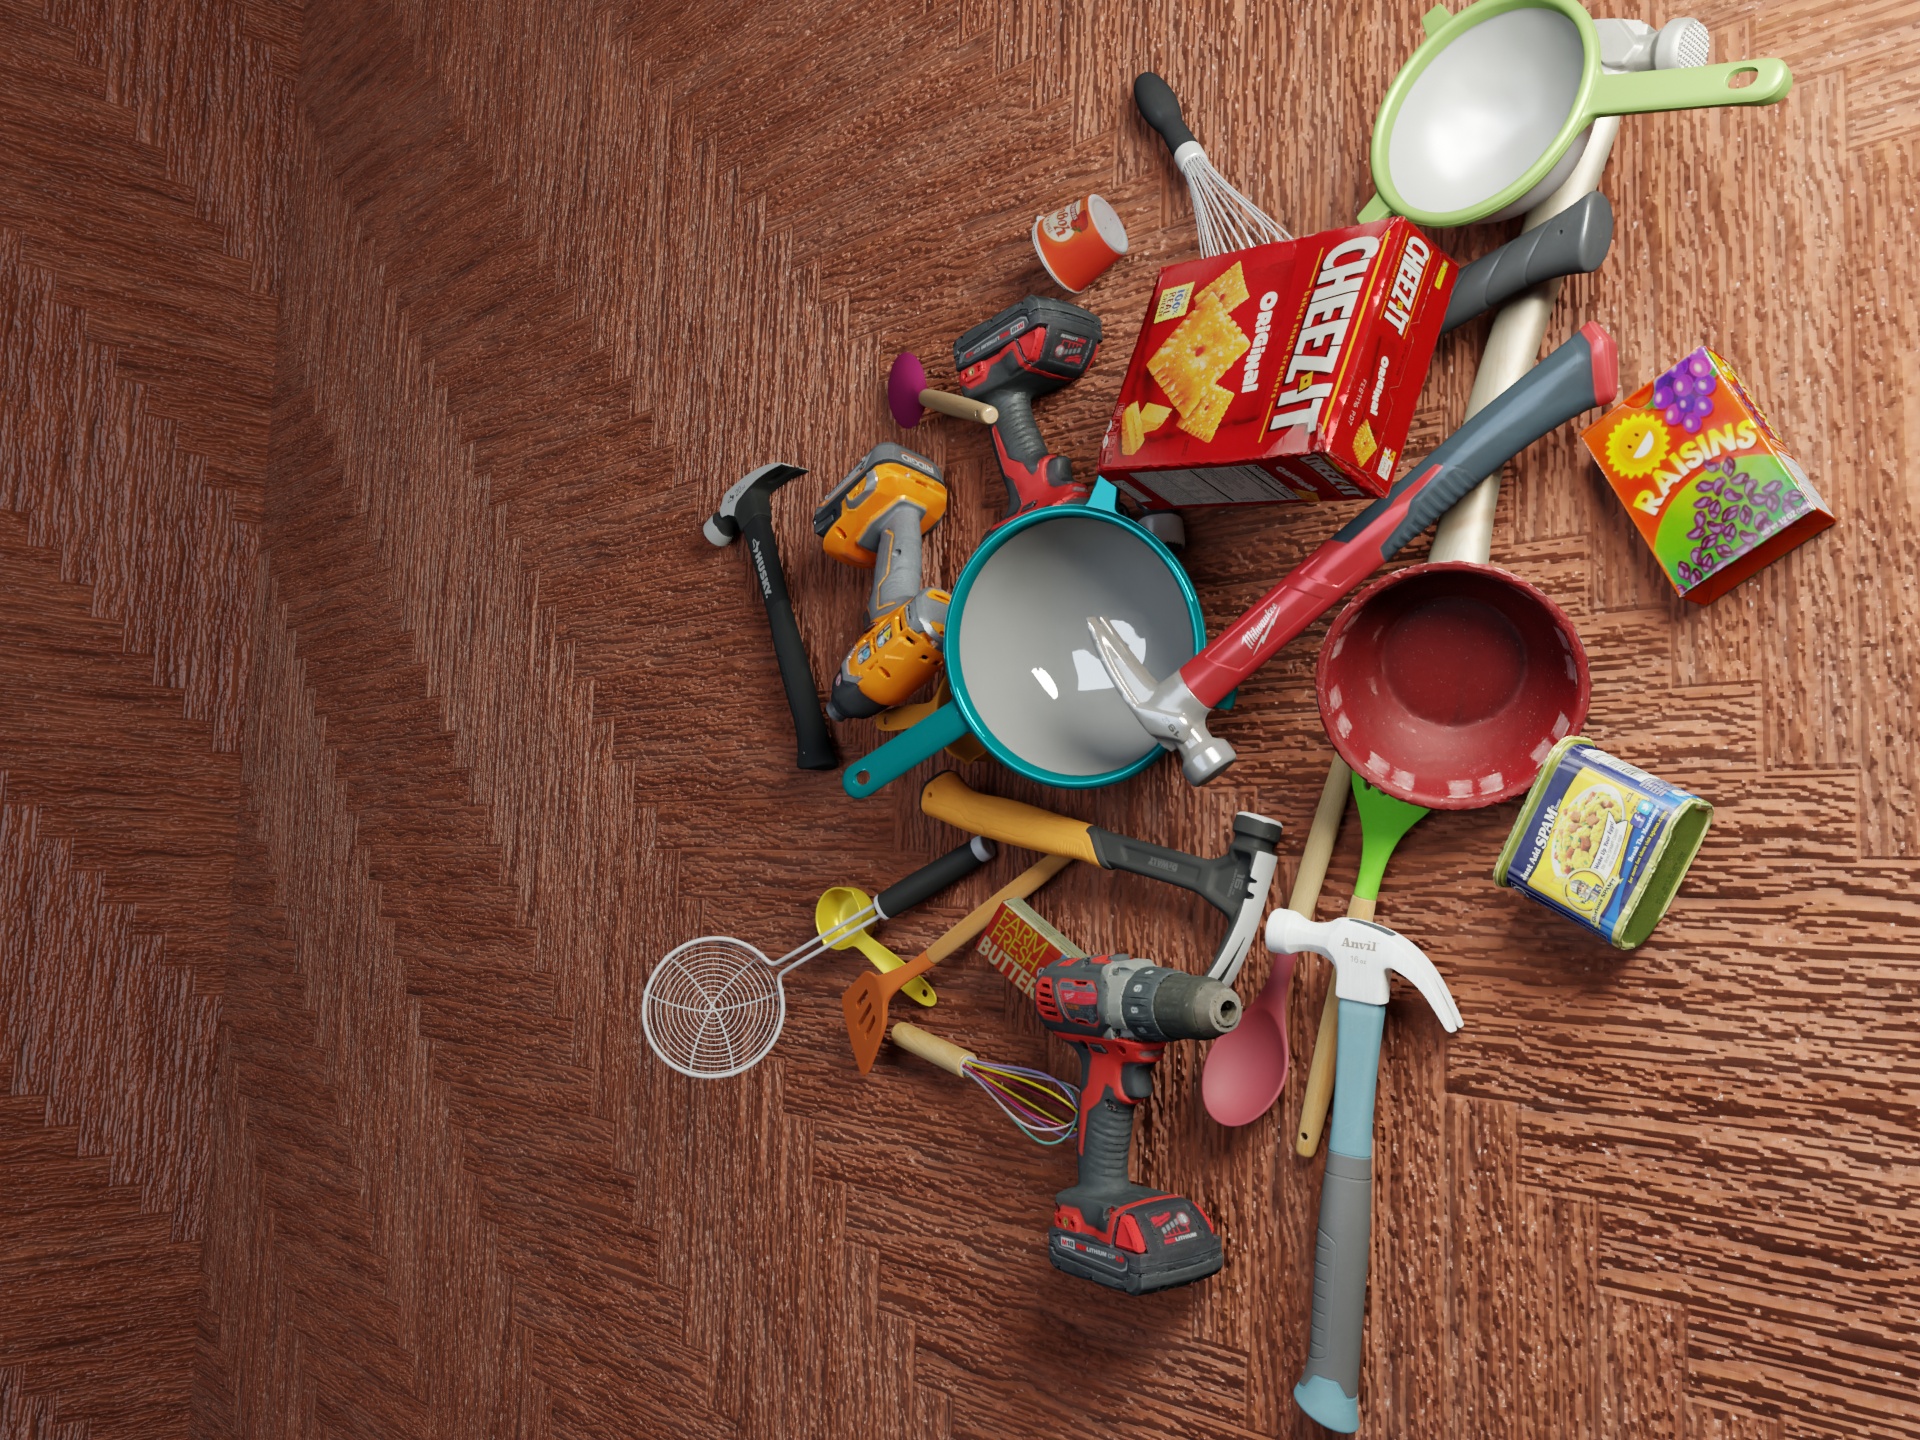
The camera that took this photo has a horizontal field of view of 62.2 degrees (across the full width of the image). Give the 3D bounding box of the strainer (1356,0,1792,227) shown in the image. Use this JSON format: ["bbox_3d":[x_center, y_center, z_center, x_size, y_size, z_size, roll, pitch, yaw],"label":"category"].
[{"bbox_3d":[0.366,-0.353,0.938,0.256,0.069,0.151,18,90,49],"label":"strainer"}]

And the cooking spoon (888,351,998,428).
[{"bbox_3d":[-0.022,-0.274,1.355,0.319,0.017,0.068,-138,49,-67],"label":"cooking spoon"}]

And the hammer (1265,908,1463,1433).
[{"bbox_3d":[0.252,0.295,1.039,0.128,0.033,0.331,5,92,32],"label":"hammer"}]

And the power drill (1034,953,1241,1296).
[{"bbox_3d":[0.130,0.279,1.123,0.188,0.080,0.227,-9,83,56],"label":"power drill"}]

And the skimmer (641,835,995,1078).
[{"bbox_3d":[-0.125,0.197,1.390,0.363,0.090,0.127,-33,83,27],"label":"skimmer"}]

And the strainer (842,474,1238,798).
[{"bbox_3d":[0.052,-0.028,1.240,0.340,0.095,0.211,-32,81,29],"label":"strainer"}]

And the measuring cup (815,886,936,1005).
[{"bbox_3d":[-0.069,0.205,1.426,0.157,0.029,0.062,37,110,31],"label":"measuring cup"}]

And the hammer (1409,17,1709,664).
[{"bbox_3d":[0.347,-0.238,1.025,0.146,0.038,0.410,23,101,48],"label":"hammer"}]

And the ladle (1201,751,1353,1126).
[{"bbox_3d":[0.234,0.132,1.102,0.069,0.031,0.315,23,100,51],"label":"ladle"}]

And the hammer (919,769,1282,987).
[{"bbox_3d":[0.089,0.101,1.231,0.337,0.034,0.127,14,86,44],"label":"hammer"}]

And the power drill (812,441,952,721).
[{"bbox_3d":[-0.071,-0.113,1.396,0.164,0.084,0.227,-39,45,37],"label":"power drill"}]

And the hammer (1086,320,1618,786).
[{"bbox_3d":[0.250,-0.123,1.034,0.386,0.038,0.143,-43,74,29],"label":"hammer"}]

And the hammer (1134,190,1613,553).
[{"bbox_3d":[0.259,-0.247,1.089,0.409,0.036,0.149,-23,65,50],"label":"hammer"}]

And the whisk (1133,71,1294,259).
[{"bbox_3d":[0.188,-0.408,1.210,0.070,0.070,0.285,-44,49,34],"label":"whisk"}]

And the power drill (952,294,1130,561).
[{"bbox_3d":[0.069,-0.223,1.297,0.143,0.078,0.220,-18,75,46],"label":"power drill"}]

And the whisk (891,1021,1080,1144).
[{"bbox_3d":[0.020,0.292,1.302,0.245,0.047,0.051,11,81,52],"label":"whisk"}]

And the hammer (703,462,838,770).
[{"bbox_3d":[-0.172,-0.100,1.567,0.146,0.035,0.335,-38,58,38],"label":"hammer"}]

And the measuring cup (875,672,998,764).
[{"bbox_3d":[-0.002,-0.004,1.359,0.174,0.052,0.095,-8,78,49],"label":"measuring cup"}]

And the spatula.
[{"bbox_3d":[-0.001,0.186,1.334,0.322,0.041,0.081,-40,50,26],"label":"spatula"}]

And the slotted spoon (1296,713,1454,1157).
[{"bbox_3d":[0.267,0.144,1.065,0.070,0.031,0.314,18,99,44],"label":"slotted spoon"}]
